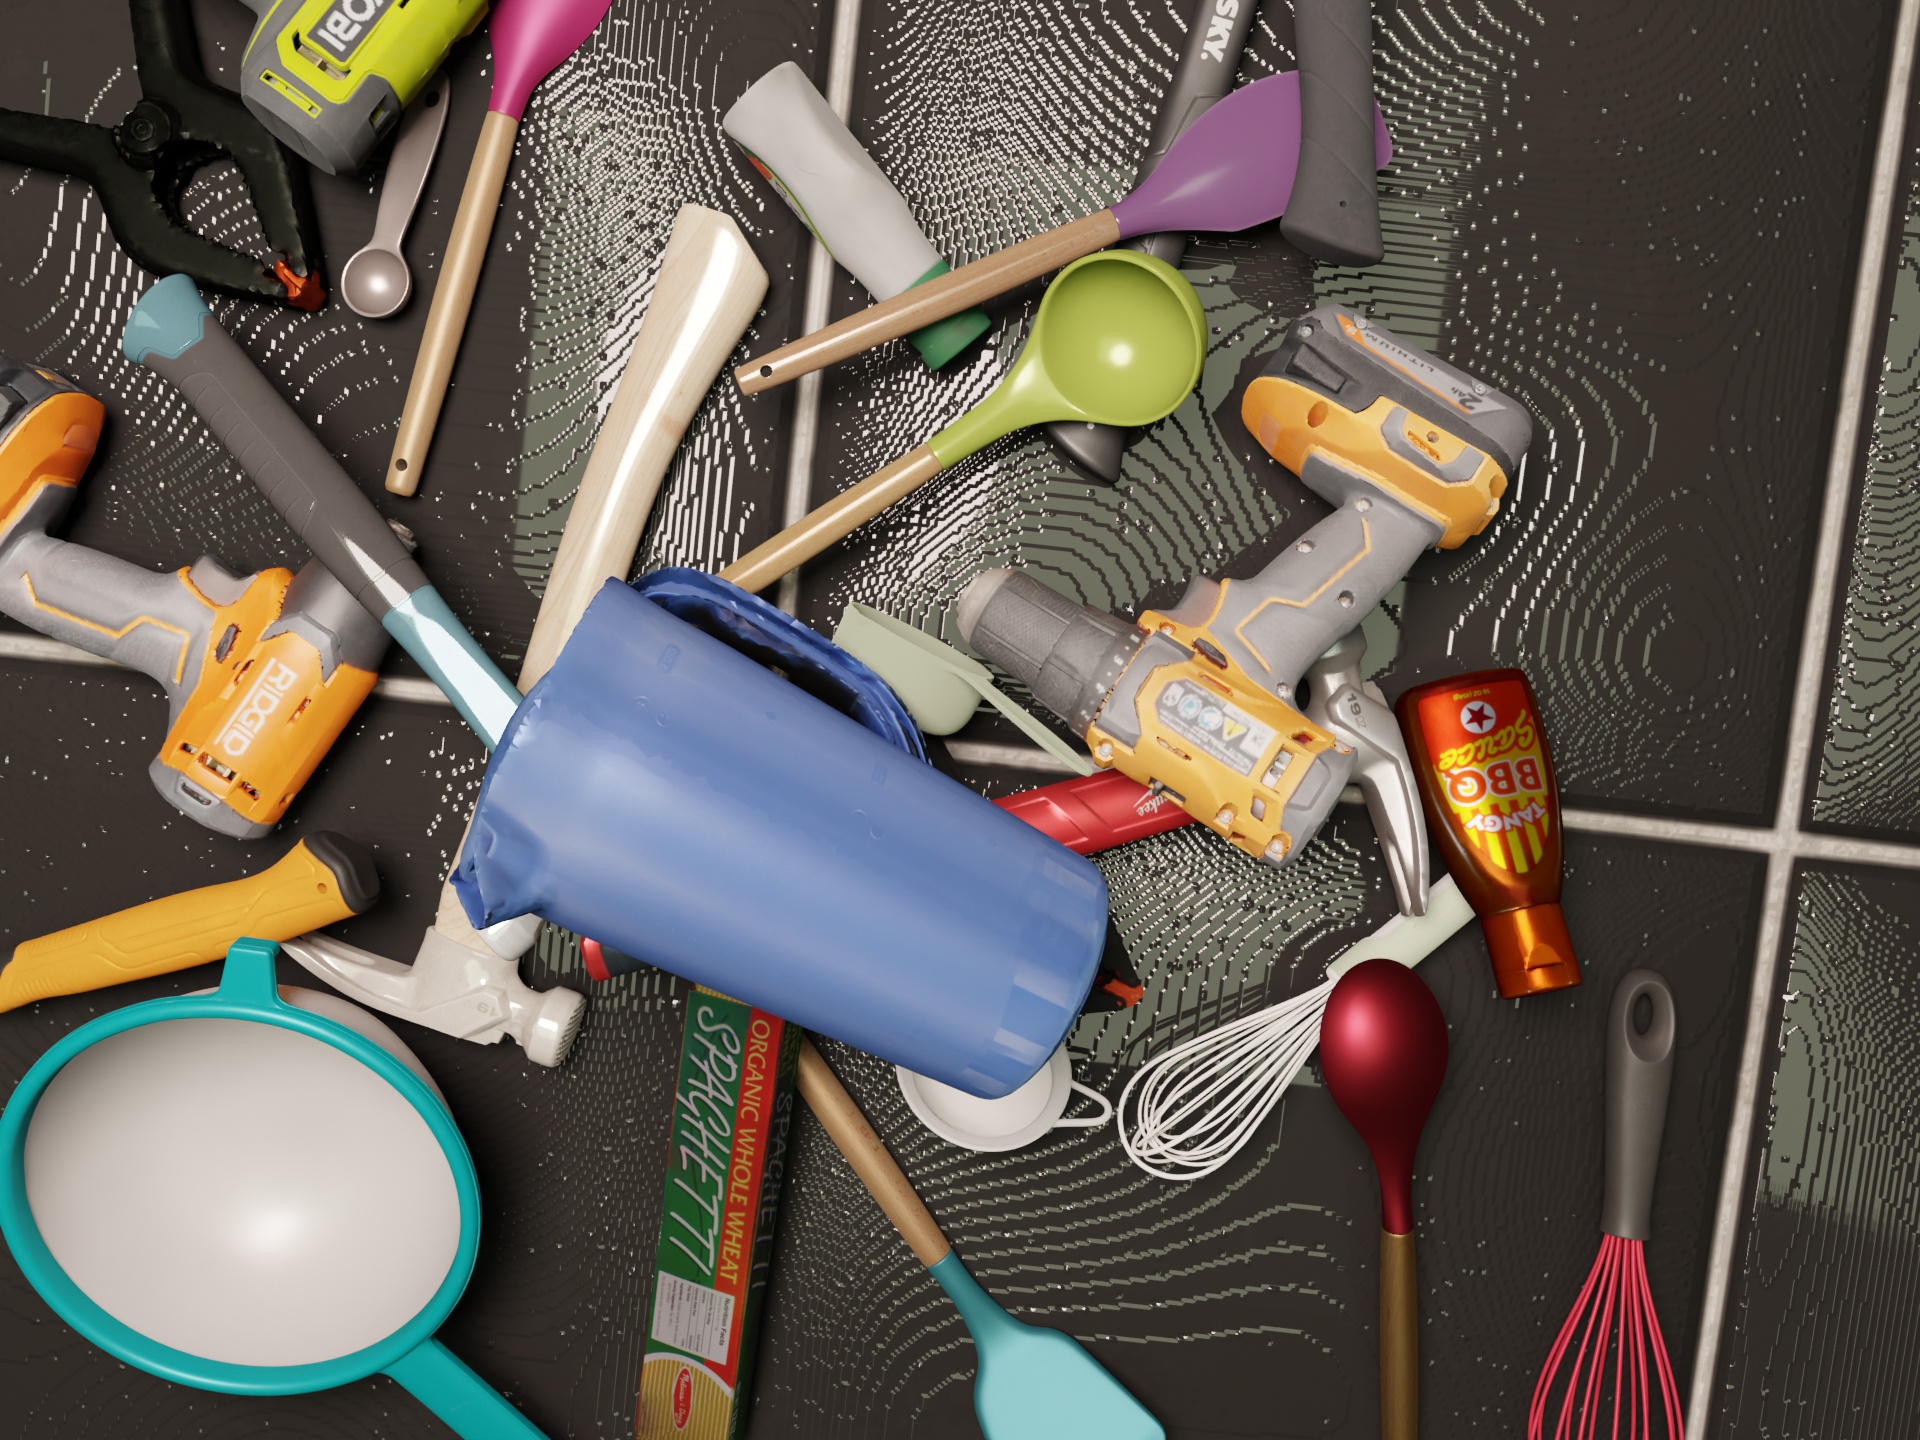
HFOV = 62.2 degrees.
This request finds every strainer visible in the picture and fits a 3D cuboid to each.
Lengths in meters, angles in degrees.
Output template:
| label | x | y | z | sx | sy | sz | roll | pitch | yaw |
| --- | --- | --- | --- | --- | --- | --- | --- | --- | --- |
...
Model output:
| label | x | y | z | sx | sy | sz | roll | pitch | yaw |
| --- | --- | --- | --- | --- | --- | --- | --- | --- | --- |
| strainer | -0.284 | 0.249 | 0.764 | 0.211 | 0.095 | 0.340 | -34 | 109 | 10 |
| strainer | -0.051 | 0.139 | 0.764 | 0.258 | 0.087 | 0.050 | 27 | 138 | -1 |

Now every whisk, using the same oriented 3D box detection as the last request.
| label | x | y | z | sx | sy | sz | roll | pitch | yaw |
| --- | --- | --- | --- | --- | --- | --- | --- | --- | --- |
| whisk | 0.320 | 0.268 | 0.772 | 0.073 | 0.073 | 0.296 | 6 | 88 | 0 |
| whisk | 0.178 | 0.133 | 0.767 | 0.246 | 0.058 | 0.059 | -39 | 84 | -2 |

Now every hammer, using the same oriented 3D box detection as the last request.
| label | x | y | z | sx | sy | sz | roll | pitch | yaw |
| --- | --- | --- | --- | --- | --- | --- | --- | --- | --- |
| hammer | 0.111 | -0.275 | 0.742 | 0.146 | 0.035 | 0.335 | 17 | 94 | 0 |
| hammer | -0.429 | 0.125 | 0.756 | 0.337 | 0.034 | 0.127 | -16 | 93 | 9 |
| hammer | -0.194 | -0.048 | 0.761 | 0.146 | 0.038 | 0.410 | 20 | 94 | 0 |
| hammer | 0.022 | 0.069 | 0.730 | 0.386 | 0.038 | 0.143 | -15 | 84 | -6 |
| hammer | 0.164 | -0.404 | 0.697 | 0.149 | 0.036 | 0.409 | -2 | 90 | -1 |
| hammer | -0.254 | -0.060 | 0.700 | 0.128 | 0.033 | 0.331 | -40 | 88 | -10 |

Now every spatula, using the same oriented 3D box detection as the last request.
| label | x | y | z | sx | sy | sz | roll | pitch | yaw |
| --- | --- | --- | --- | --- | --- | --- | --- | --- | --- |
| spatula | 0.045 | -0.215 | 0.715 | 0.316 | 0.018 | 0.059 | -24 | 97 | -2 |
| spatula | -0.023 | 0.243 | 0.777 | 0.082 | 0.044 | 0.317 | -35 | 92 | -5 |

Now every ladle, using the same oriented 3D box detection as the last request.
| label | x | y | z | sx | sy | sz | roll | pitch | yaw |
| --- | --- | --- | --- | --- | --- | --- | --- | --- | --- |
| ladle | -0.034 | -0.103 | 0.711 | 0.320 | 0.062 | 0.078 | -32 | 100 | 4 |
| ladle | 0.209 | 0.266 | 0.765 | 0.069 | 0.031 | 0.315 | -10 | 105 | -18 |

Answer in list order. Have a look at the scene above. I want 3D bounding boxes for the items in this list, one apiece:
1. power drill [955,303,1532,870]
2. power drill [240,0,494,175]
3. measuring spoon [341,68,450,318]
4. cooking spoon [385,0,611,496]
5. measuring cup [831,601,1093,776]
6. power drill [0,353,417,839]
| label | x | y | z | sx | sy | sz | roll | pitch | yaw |
| --- | --- | --- | --- | --- | --- | --- | --- | --- | --- |
| power drill | 0.124 | -0.072 | 0.708 | 0.185 | 0.084 | 0.226 | 32 | 79 | 10 |
| power drill | -0.315 | -0.375 | 0.702 | 0.223 | 0.080 | 0.171 | 35 | 83 | -8 |
| measuring spoon | -0.263 | -0.250 | 0.759 | 0.034 | 0.018 | 0.124 | 15 | 87 | 9 |
| cooking spoon | -0.223 | -0.261 | 0.753 | 0.069 | 0.017 | 0.319 | 17 | 93 | -1 |
| measuring cup | -0.001 | -0.002 | 0.709 | 0.083 | 0.168 | 0.038 | 21 | 102 | -43 |
| power drill | -0.375 | -0.072 | 0.740 | 0.226 | 0.084 | 0.164 | 36 | 91 | -6 |
